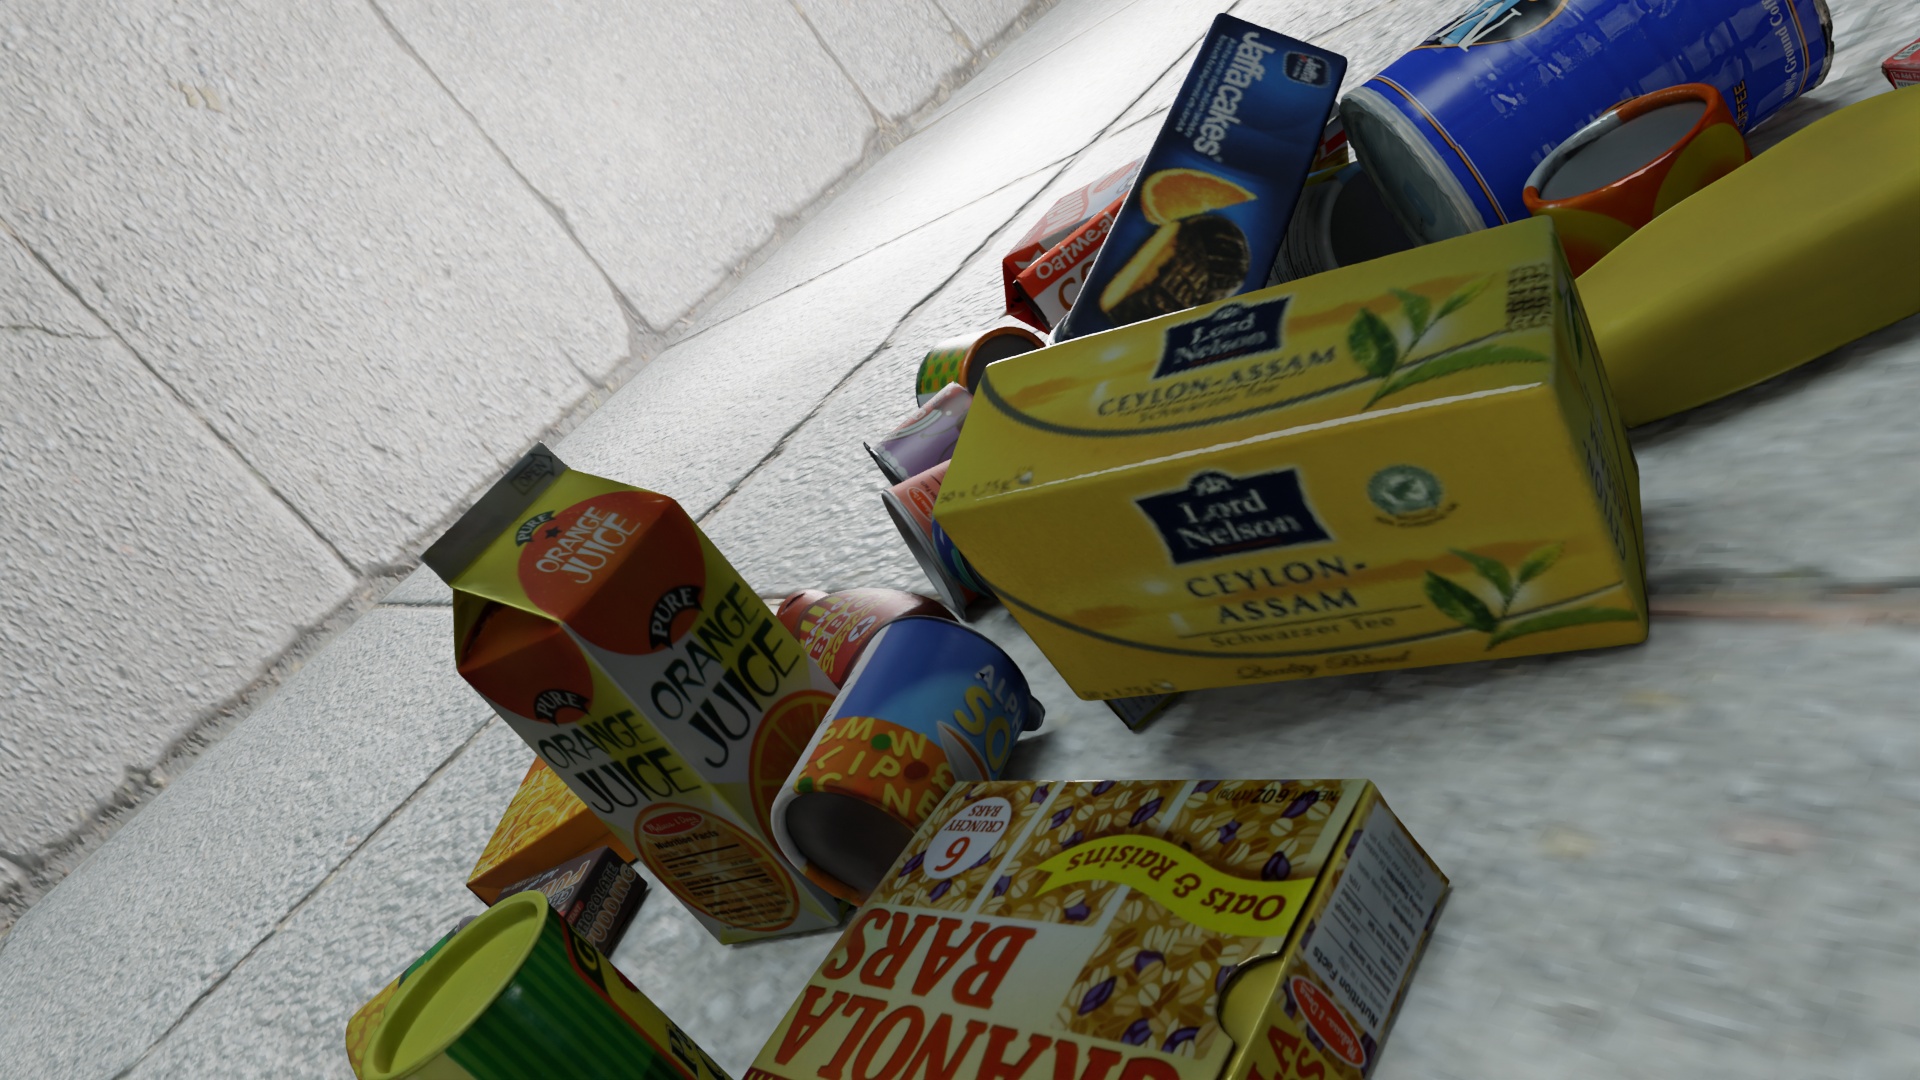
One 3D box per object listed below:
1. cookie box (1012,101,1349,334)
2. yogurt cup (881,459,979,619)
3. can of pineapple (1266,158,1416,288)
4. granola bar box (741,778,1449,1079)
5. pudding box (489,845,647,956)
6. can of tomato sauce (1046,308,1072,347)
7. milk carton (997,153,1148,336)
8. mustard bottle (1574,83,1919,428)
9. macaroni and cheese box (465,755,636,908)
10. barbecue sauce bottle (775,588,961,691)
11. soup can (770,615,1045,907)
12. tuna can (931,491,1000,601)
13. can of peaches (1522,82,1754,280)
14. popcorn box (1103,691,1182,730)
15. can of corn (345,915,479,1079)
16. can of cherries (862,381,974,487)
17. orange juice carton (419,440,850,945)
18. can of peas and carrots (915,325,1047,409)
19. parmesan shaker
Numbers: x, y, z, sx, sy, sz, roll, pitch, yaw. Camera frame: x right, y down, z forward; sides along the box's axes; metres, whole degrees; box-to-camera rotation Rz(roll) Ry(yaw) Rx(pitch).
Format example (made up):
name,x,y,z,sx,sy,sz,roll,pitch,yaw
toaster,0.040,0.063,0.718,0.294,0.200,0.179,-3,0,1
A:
name,x,y,z,sx,sy,sz,roll,pitch,yaw
cookie box,0.116,-0.150,0.702,0.167,0.040,0.123,-37,-18,8
yogurt cup,0.002,-0.008,0.653,0.054,0.072,0.072,-33,18,-7
can of pineapple,0.171,-0.135,0.625,0.071,0.071,0.058,-45,20,-16
granola bar box,0.024,0.119,0.356,0.165,0.039,0.125,-14,31,52
pudding box,-0.187,0.175,0.632,0.083,0.030,0.050,-27,23,33
can of tomato sauce,0.088,-0.072,0.605,0.071,0.083,0.071,-34,19,14
milk carton,0.097,-0.180,0.854,0.190,0.073,0.073,-12,32,54
mustard bottle,0.220,-0.071,0.411,0.160,0.048,0.066,-30,23,25
macaroni and cheese box,-0.180,0.114,0.742,0.123,0.040,0.167,-33,20,15
barbecue sauce bottle,-0.050,0.049,0.646,0.065,0.043,0.148,-45,19,-14
soup can,-0.017,0.079,0.487,0.071,0.071,0.084,-23,25,39
tuna can,0.022,-0.008,0.603,0.071,0.071,0.033,-44,18,-14
can of peaches,0.233,-0.109,0.462,0.071,0.058,0.071,-34,19,13
popcorn box,0.067,0.012,0.525,0.085,0.038,0.127,-41,19,-1
can of corn,-0.198,0.196,0.552,0.058,0.071,0.071,-41,19,-4
can of cherries,-0.007,-0.043,0.736,0.058,0.071,0.071,-41,19,-5
orange juice carton,-0.109,0.056,0.509,0.073,0.192,0.072,-22,24,39
can of peas and carrots,0.017,-0.091,0.806,0.071,0.071,0.058,-46,21,-20
parmesan shaker,-0.115,0.163,0.412,0.071,0.103,0.071,-34,19,14
